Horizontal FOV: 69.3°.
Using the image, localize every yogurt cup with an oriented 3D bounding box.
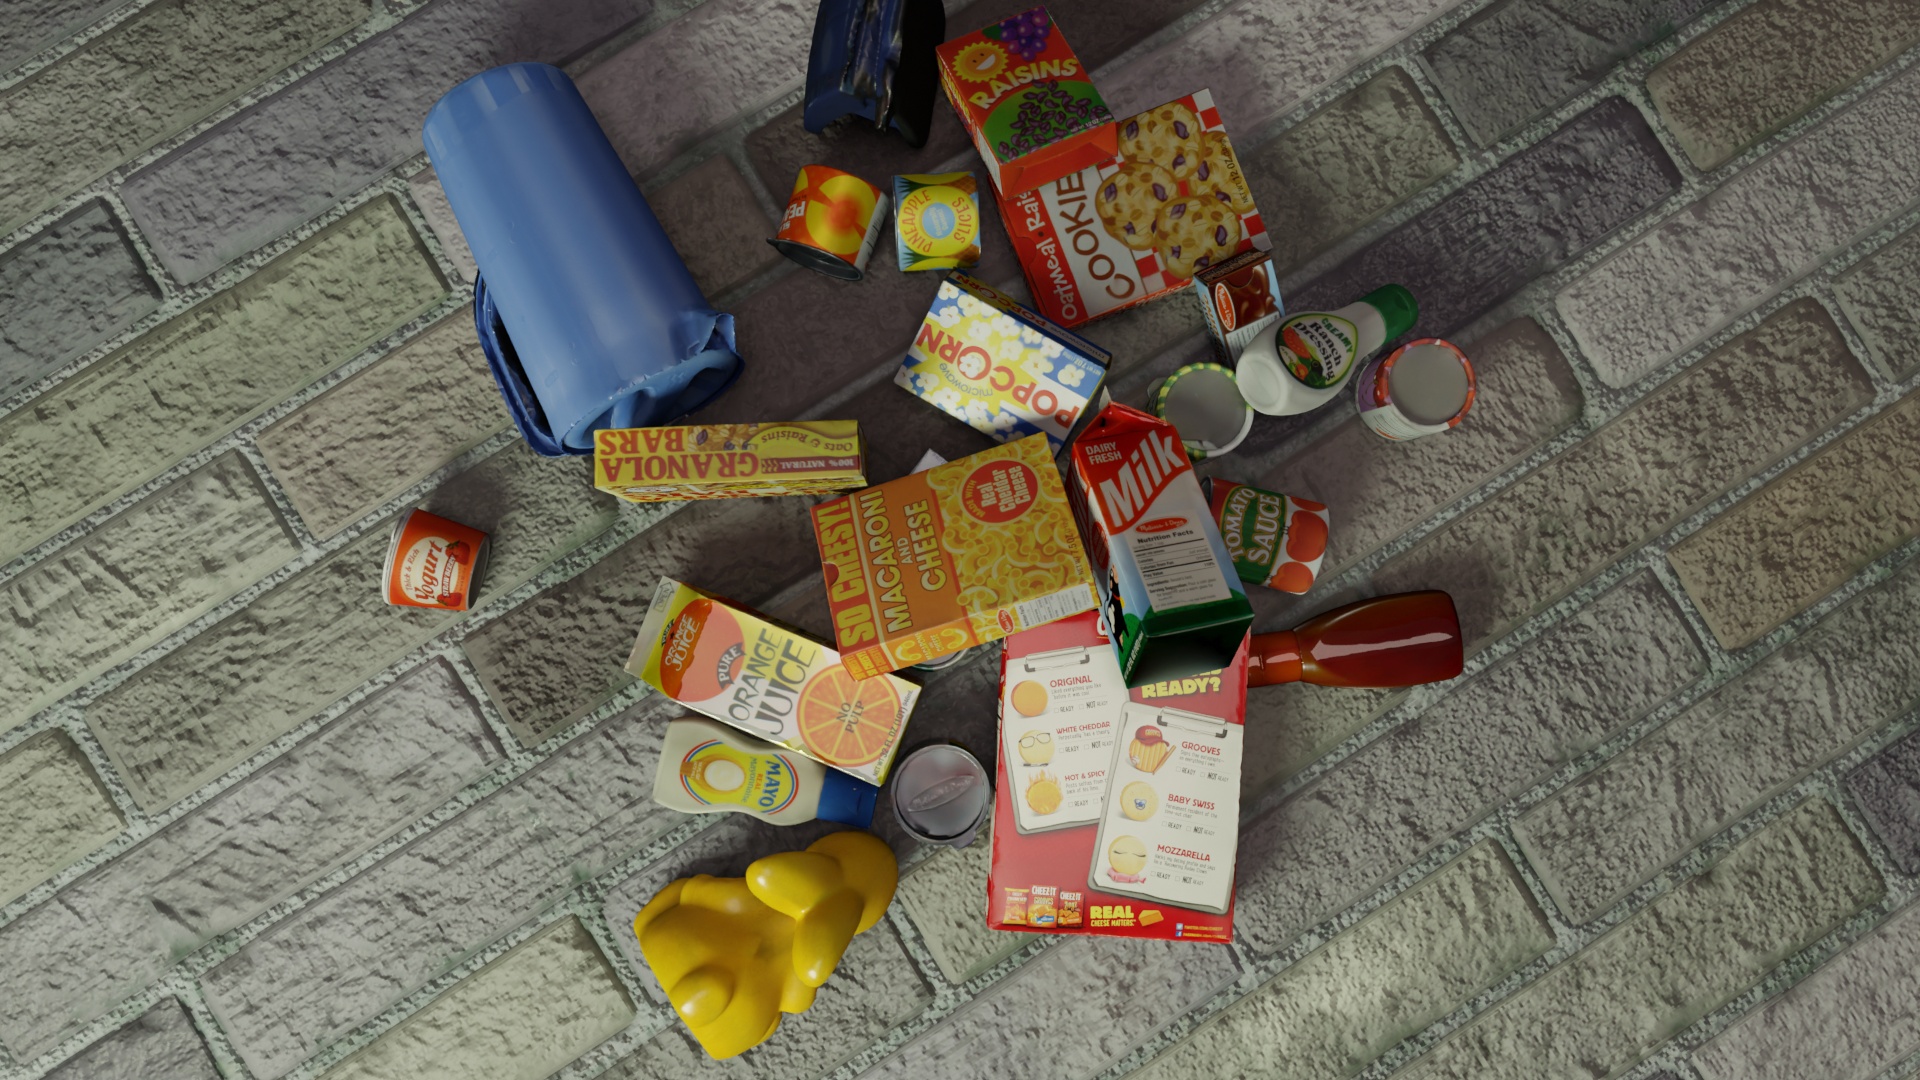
[{"bbox_3d":[-0.352,0.016,0.937,0.054,0.072,0.072,13,87,-9],"label":"yogurt cup"}]

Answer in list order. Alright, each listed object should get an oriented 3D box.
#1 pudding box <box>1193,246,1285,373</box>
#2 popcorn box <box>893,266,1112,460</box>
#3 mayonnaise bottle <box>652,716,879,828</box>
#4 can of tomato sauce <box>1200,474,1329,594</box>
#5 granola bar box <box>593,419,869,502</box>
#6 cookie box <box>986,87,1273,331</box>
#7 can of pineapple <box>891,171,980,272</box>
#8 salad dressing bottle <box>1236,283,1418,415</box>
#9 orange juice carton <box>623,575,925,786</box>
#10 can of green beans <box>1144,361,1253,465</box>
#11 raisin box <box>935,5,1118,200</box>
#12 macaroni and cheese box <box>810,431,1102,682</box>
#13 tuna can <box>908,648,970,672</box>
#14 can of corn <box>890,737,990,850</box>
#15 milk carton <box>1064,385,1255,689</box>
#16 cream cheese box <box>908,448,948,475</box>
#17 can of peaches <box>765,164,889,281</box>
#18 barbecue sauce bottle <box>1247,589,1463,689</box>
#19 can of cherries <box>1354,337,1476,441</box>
[{"bbox_3d":[0.197,-0.154,0.959,0.050,0.030,0.083,-25,120,-2],"label":"pudding box"},{"bbox_3d":[0.029,-0.117,0.949,0.127,0.038,0.084,29,118,0],"label":"popcorn box"},{"bbox_3d":[-0.130,0.163,0.946,0.148,0.041,0.065,12,86,0],"label":"mayonnaise bottle"},{"bbox_3d":[0.202,-0.004,0.950,0.083,0.071,0.071,13,87,-1],"label":"can of tomato sauce"},{"bbox_3d":[-0.145,-0.052,0.915,0.166,0.124,0.039,-3,87,-2],"label":"granola bar box"},{"bbox_3d":[0.117,-0.228,0.974,0.167,0.040,0.123,-21,88,-3],"label":"cookie box"},{"bbox_3d":[-0.017,-0.219,0.955,0.058,0.071,0.071,-4,87,-2],"label":"can of pineapple"},{"bbox_3d":[0.252,-0.133,0.943,0.148,0.043,0.064,-29,82,-29],"label":"salad dressing bottle"},{"bbox_3d":[-0.125,0.092,0.934,0.193,0.073,0.072,23,88,0],"label":"orange juice carton"},{"bbox_3d":[0.164,-0.087,0.959,0.071,0.058,0.071,0,87,-2],"label":"can of green beans"},{"bbox_3d":[0.045,-0.301,0.953,0.086,0.040,0.124,-23,62,-3],"label":"raisin box"},{"bbox_3d":[-0.006,0.009,0.902,0.166,0.040,0.124,-17,54,3],"label":"macaroni and cheese box"},{"bbox_3d":[-0.023,0.056,0.959,0.071,0.033,0.071,0,87,-2],"label":"tuna can"},{"bbox_3d":[-0.013,0.171,0.940,0.071,0.058,0.071,0,87,-2],"label":"can of corn"},{"bbox_3d":[0.118,-0.008,0.907,0.073,0.072,0.191,-10,59,-11],"label":"milk carton"},{"bbox_3d":[0.003,-0.012,0.968,0.104,0.024,0.053,38,88,1],"label":"cream cheese box"},{"bbox_3d":[-0.090,-0.219,0.954,0.071,0.071,0.058,20,86,-1],"label":"can of peaches"},{"bbox_3d":[0.267,0.074,0.961,0.149,0.043,0.065,-8,87,-1],"label":"barbecue sauce bottle"},{"bbox_3d":[0.316,-0.107,0.964,0.071,0.058,0.071,0,88,-1],"label":"can of cherries"}]
